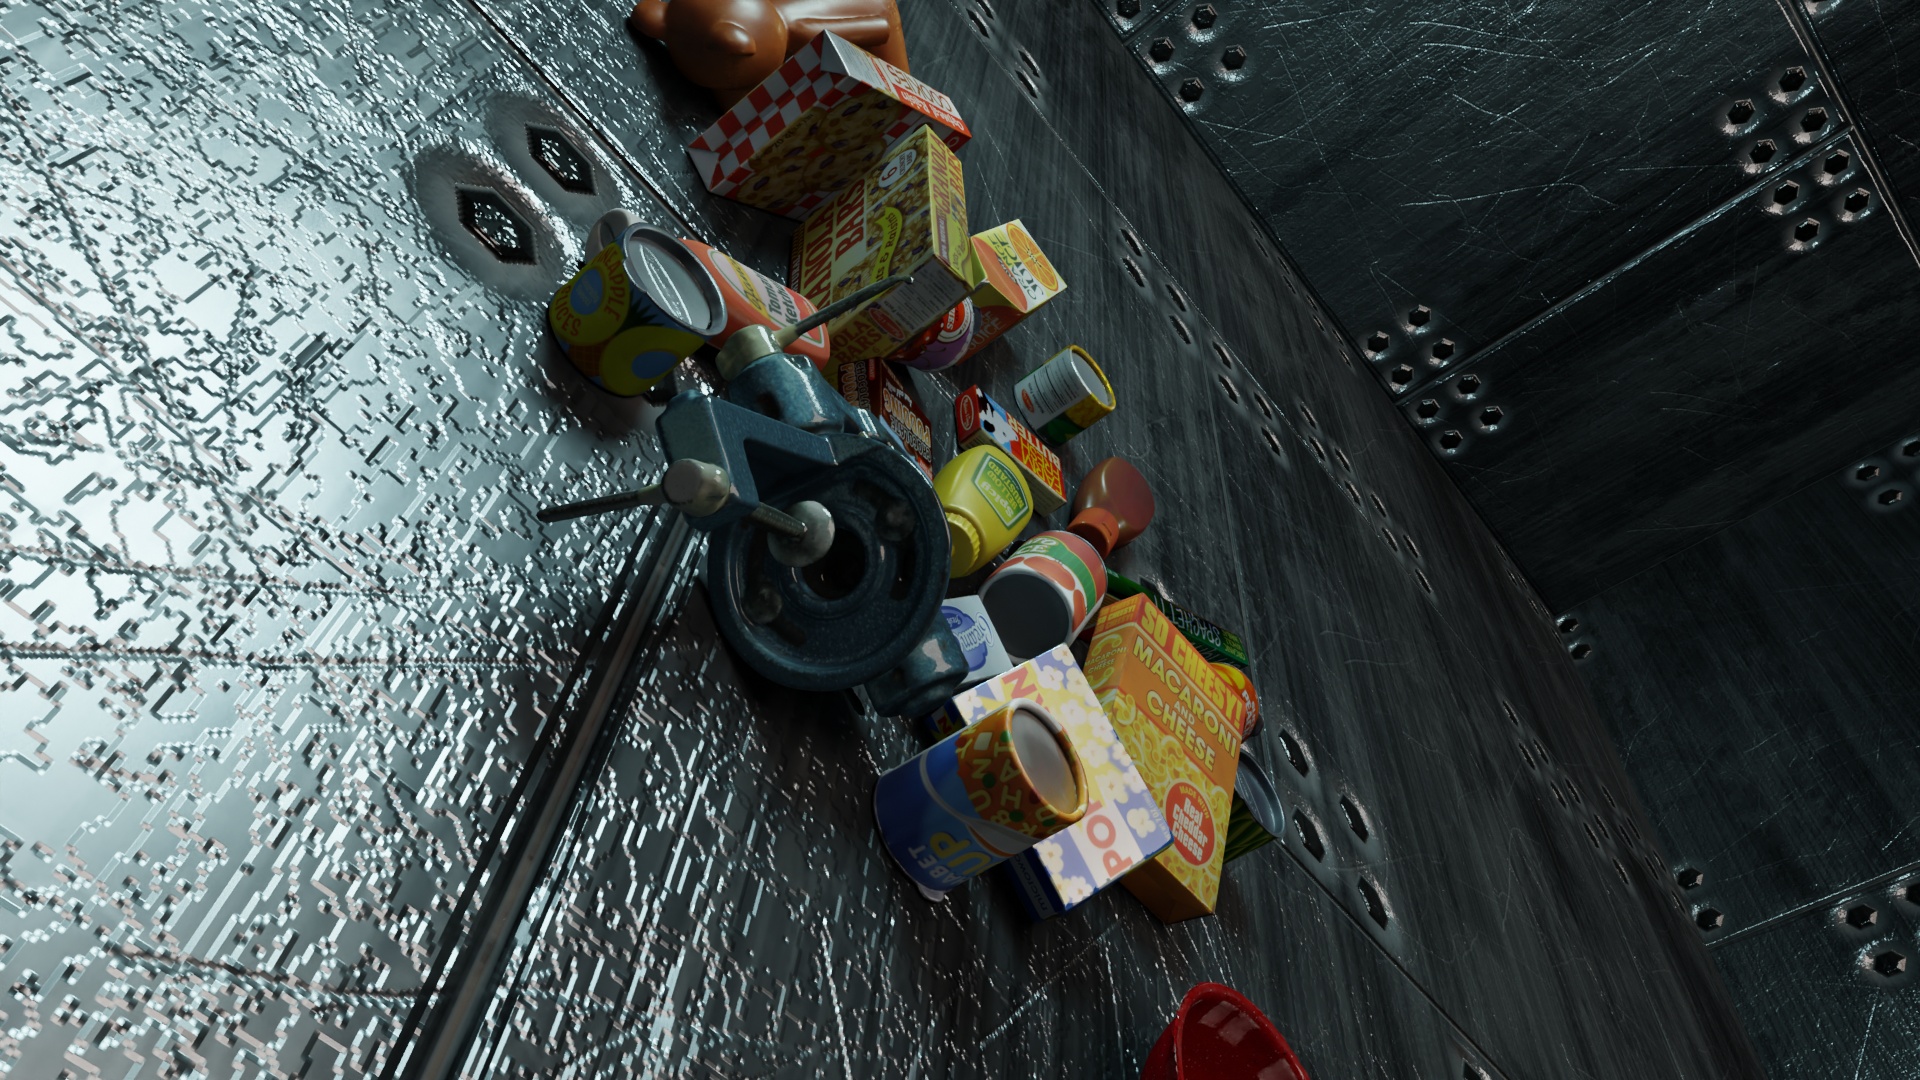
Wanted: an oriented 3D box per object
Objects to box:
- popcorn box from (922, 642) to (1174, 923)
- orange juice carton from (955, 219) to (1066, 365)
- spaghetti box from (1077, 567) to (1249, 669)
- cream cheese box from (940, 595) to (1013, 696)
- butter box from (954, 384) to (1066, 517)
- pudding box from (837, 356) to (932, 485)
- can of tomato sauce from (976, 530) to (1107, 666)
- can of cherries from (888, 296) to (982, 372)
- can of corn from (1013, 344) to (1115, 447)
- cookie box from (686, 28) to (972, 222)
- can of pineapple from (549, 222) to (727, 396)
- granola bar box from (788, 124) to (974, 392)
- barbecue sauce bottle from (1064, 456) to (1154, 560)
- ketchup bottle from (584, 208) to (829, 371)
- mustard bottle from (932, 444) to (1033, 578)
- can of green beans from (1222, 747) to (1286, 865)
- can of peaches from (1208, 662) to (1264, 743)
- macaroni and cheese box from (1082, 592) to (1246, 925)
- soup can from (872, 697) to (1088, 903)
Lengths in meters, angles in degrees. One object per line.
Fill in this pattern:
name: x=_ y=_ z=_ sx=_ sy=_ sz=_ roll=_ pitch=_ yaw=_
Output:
popcorn box: x=0.048 y=0.129 z=0.749 sx=0.085 sy=0.038 sz=0.127 roll=-22 pitch=78 yaw=-34
orange juice carton: x=0.017 y=-0.196 z=1.099 sx=0.073 sy=0.071 sz=0.193 roll=54 pitch=24 yaw=-5
spaghetti box: x=0.137 y=0.065 z=1.023 sx=0.250 sy=0.050 sz=0.029 roll=26 pitch=40 yaw=-49
cream cheese box: x=-0.010 y=0.062 z=0.784 sx=0.104 sy=0.024 sz=0.053 roll=-4 pitch=64 yaw=-63
butter box: x=0.037 y=-0.065 z=1.031 sx=0.103 sy=0.024 sz=0.053 roll=38 pitch=30 yaw=-34
pudding box: x=-0.045 y=-0.068 z=0.839 sx=0.083 sy=0.030 sz=0.050 roll=50 pitch=33 yaw=-56
can of tomato sauce: x=0.050 y=0.035 z=0.879 sx=0.071 sy=0.071 sz=0.083 roll=55 pitch=24 yaw=-2
can of cherries: x=-0.030 y=-0.154 z=0.959 sx=0.058 sy=0.071 sz=0.071 roll=8 pitch=52 yaw=-59
can of corn: x=0.088 y=-0.120 z=1.152 sx=0.071 sy=0.058 sz=0.071 roll=42 pitch=28 yaw=-29
cookie box: x=-0.083 y=-0.268 z=0.938 sx=0.168 sy=0.122 sz=0.040 roll=-3 pitch=63 yaw=-63
can of pineapple: x=-0.160 y=-0.113 z=0.682 sx=0.071 sy=0.057 sz=0.071 roll=43 pitch=27 yaw=-28
granola bar box: x=-0.053 y=-0.177 z=0.879 sx=0.039 sy=0.124 sz=0.166 roll=41 pitch=28 yaw=-33
barbecue sauce bottle: x=0.115 y=-0.020 z=1.096 sx=0.065 sy=0.043 sz=0.149 roll=54 pitch=25 yaw=-4
ketchup bottle: x=-0.138 y=-0.135 z=0.767 sx=0.149 sy=0.043 sz=0.065 roll=23 pitch=33 yaw=-50
mustard bottle: x=0.003 y=-0.011 z=0.869 sx=0.065 sy=0.048 sz=0.161 roll=52 pitch=24 yaw=-8
can of green beans: x=0.179 y=0.183 z=0.944 sx=0.071 sy=0.057 sz=0.071 roll=43 pitch=27 yaw=-28
can of peaches: x=0.177 y=0.122 z=1.003 sx=0.058 sy=0.071 sz=0.071 roll=7 pitch=54 yaw=-59
macaroni and cheese box: x=0.120 y=0.134 z=0.872 sx=0.123 sy=0.040 sz=0.167 roll=46 pitch=41 yaw=-23
soup can: x=0.011 y=0.126 z=0.671 sx=0.071 sy=0.083 sz=0.072 roll=43 pitch=28 yaw=-29
